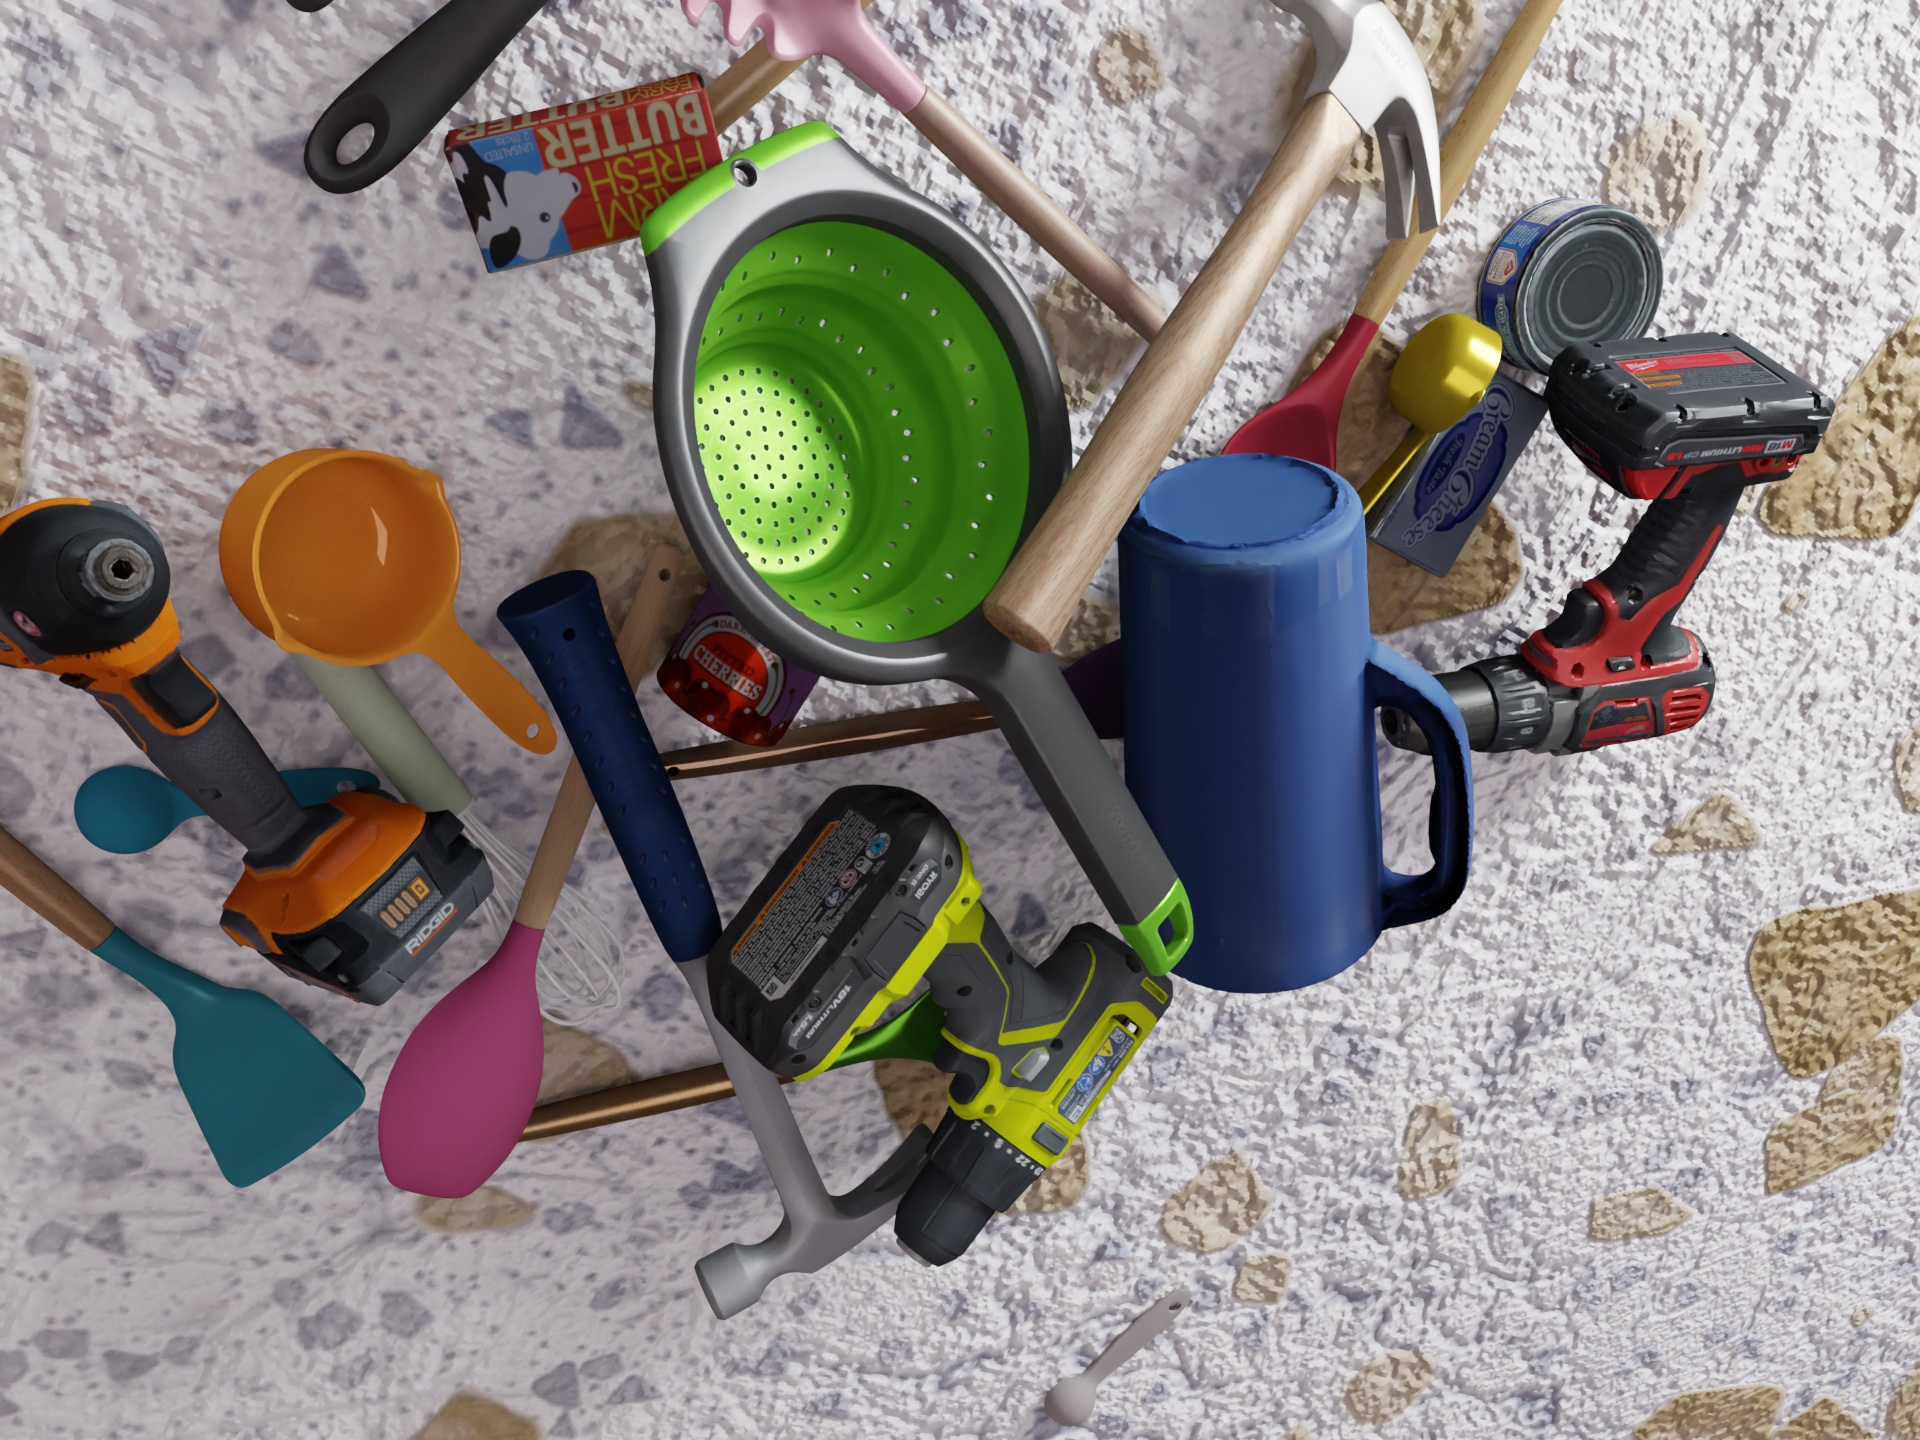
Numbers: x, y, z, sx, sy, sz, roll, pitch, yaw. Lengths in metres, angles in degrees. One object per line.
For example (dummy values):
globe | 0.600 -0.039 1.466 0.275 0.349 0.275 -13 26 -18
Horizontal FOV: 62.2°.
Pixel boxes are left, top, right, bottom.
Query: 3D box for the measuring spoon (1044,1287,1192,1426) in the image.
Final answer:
measuring spoon | 0.104 0.409 1.016 0.124 0.018 0.034 -45 118 5

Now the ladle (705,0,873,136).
ladle | -0.035 -0.309 0.644 0.320 0.062 0.078 -37 131 10

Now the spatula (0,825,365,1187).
spatula | -0.401 0.084 0.703 0.082 0.044 0.317 -35 118 5

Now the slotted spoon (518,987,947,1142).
slotted spoon | -0.101 0.184 0.849 0.313 0.031 0.070 -11 116 -10

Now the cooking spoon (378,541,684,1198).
cooking spoon | -0.188 0.069 0.727 0.068 0.017 0.319 21 90 -27

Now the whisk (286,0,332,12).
whisk | -0.188 -0.364 0.566 0.055 0.055 0.239 26 108 -25

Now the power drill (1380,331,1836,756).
power drill | 0.321 -0.075 0.816 0.188 0.080 0.226 -8 130 -14

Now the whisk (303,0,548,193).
whisk | -0.140 -0.303 0.602 0.296 0.073 0.073 -39 119 9

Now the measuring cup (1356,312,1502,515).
measuring cup | 0.205 -0.134 0.790 0.029 0.062 0.156 30 113 -16

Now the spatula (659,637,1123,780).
spatula | -0.001 -0.003 0.799 0.316 0.018 0.059 -10 115 -14

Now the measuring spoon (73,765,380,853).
measuring spoon | -0.329 0.038 0.715 0.128 0.021 0.042 -6 115 -15

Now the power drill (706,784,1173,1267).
power drill | -0.012 0.153 0.769 0.190 0.080 0.228 -52 130 -8

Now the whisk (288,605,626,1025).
whisk | -0.233 0.049 0.740 0.058 0.059 0.246 -50 121 -36

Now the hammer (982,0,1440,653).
hammer | 0.108 -0.171 0.682 0.130 0.031 0.331 37 77 -25

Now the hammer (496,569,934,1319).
hammer | -0.117 0.114 0.758 0.144 0.035 0.405 -25 120 -16

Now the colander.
colander | -0.017 -0.048 0.694 0.204 0.094 0.396 -44 113 -32

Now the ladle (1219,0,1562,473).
ladle | 0.207 -0.216 0.762 0.069 0.031 0.315 23 103 -23

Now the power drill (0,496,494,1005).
power drill | -0.293 0.010 0.629 0.084 0.164 0.226 -50 120 -29

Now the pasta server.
pasta server | 0.001 -0.235 0.655 0.060 0.040 0.316 -40 131 22

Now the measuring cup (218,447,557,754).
measuring cup | -0.240 -0.044 0.685 0.095 0.052 0.173 -56 135 -21
